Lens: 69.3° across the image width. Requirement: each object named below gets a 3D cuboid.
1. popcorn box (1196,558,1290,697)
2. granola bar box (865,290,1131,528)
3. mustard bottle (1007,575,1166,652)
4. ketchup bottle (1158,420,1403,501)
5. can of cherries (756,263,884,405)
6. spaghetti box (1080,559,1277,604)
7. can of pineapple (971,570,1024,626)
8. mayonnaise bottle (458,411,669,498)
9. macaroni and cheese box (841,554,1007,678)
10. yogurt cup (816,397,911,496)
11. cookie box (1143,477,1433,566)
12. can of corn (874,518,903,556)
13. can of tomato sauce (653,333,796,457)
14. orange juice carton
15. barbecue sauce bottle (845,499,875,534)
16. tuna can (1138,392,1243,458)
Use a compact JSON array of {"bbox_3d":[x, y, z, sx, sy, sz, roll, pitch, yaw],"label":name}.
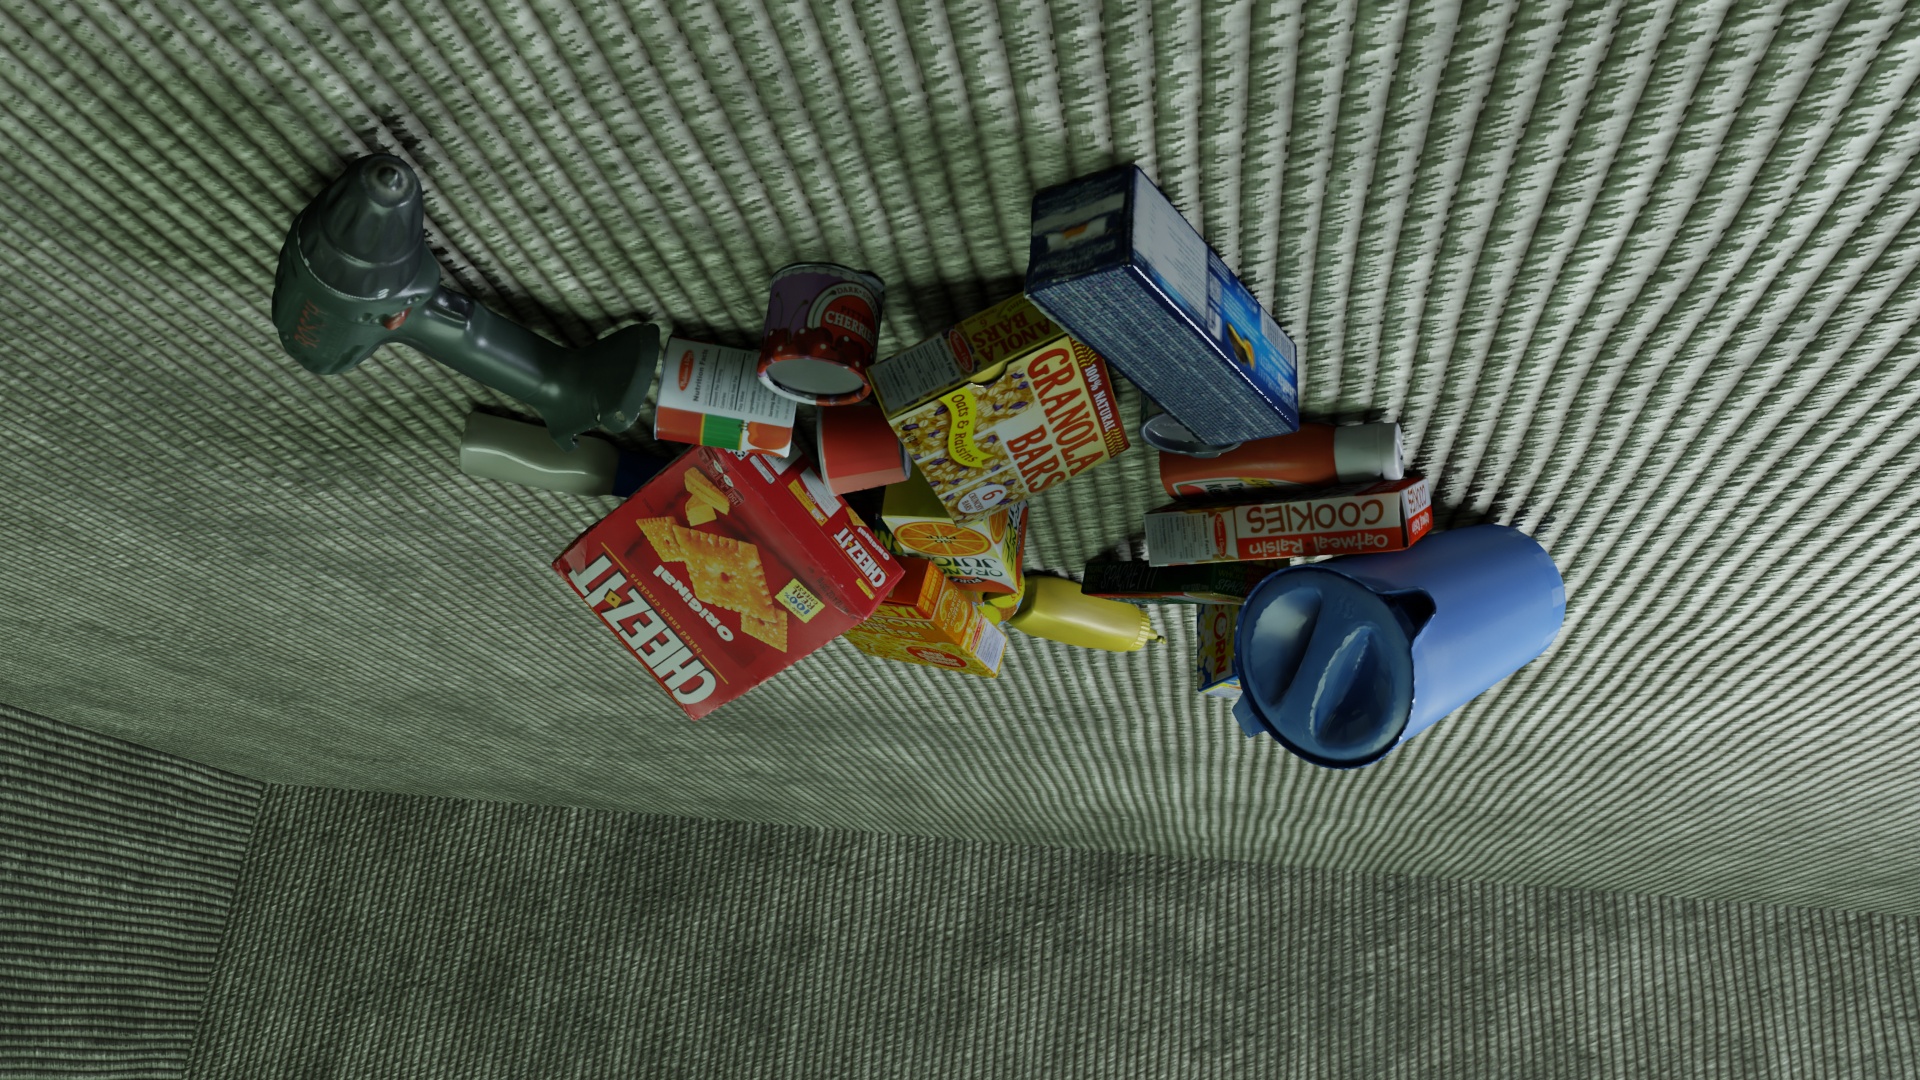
[{"bbox_3d":[0.214,0.049,1.056,0.038,0.127,0.085,8,160,-16],"label":"popcorn box"},{"bbox_3d":[0.028,-0.076,0.821,0.124,0.039,0.165,-26,155,4],"label":"granola bar box"},{"bbox_3d":[0.121,0.071,1.260,0.160,0.049,0.065,16,157,-27],"label":"mustard bottle"},{"bbox_3d":[0.207,-0.053,0.898,0.149,0.043,0.064,-4,168,25],"label":"ketchup bottle"},{"bbox_3d":[-0.078,-0.116,0.787,0.071,0.058,0.071,6,160,2],"label":"can of cherries"},{"bbox_3d":[0.162,0.033,1.079,0.050,0.028,0.250,11,175,-16],"label":"spaghetti box"},{"bbox_3d":[0.014,0.035,1.166,0.071,0.071,0.058,-9,155,36],"label":"can of pineapple"},{"bbox_3d":[-0.295,-0.059,1.039,0.148,0.041,0.064,11,159,-16],"label":"mayonnaise bottle"},{"bbox_3d":[-0.050,0.056,1.079,0.124,0.040,0.166,7,160,26],"label":"macaroni and cheese box"},{"bbox_3d":[-0.063,-0.065,0.920,0.054,0.072,0.072,-4,159,5],"label":"yogurt cup"},{"bbox_3d":[0.224,-0.013,0.936,0.167,0.040,0.123,-4,-175,26],"label":"cookie box"},{"bbox_3d":[-0.082,0.017,1.157,0.071,0.058,0.071,5,160,2],"label":"can of corn"},{"bbox_3d":[-0.145,-0.089,0.871,0.083,0.071,0.071,8,160,-8],"label":"can of tomato sauce"},{"bbox_3d":[0.004,-0.013,1.028,0.073,0.072,0.192,2,159,13],"label":"orange juice carton"},{"bbox_3d":[-0.143,-0.018,1.099,0.148,0.044,0.064,4,151,5],"label":"barbecue sauce bottle"},{"bbox_3d":[0.145,-0.079,0.859,0.071,0.033,0.071,6,160,2],"label":"tuna can"}]
